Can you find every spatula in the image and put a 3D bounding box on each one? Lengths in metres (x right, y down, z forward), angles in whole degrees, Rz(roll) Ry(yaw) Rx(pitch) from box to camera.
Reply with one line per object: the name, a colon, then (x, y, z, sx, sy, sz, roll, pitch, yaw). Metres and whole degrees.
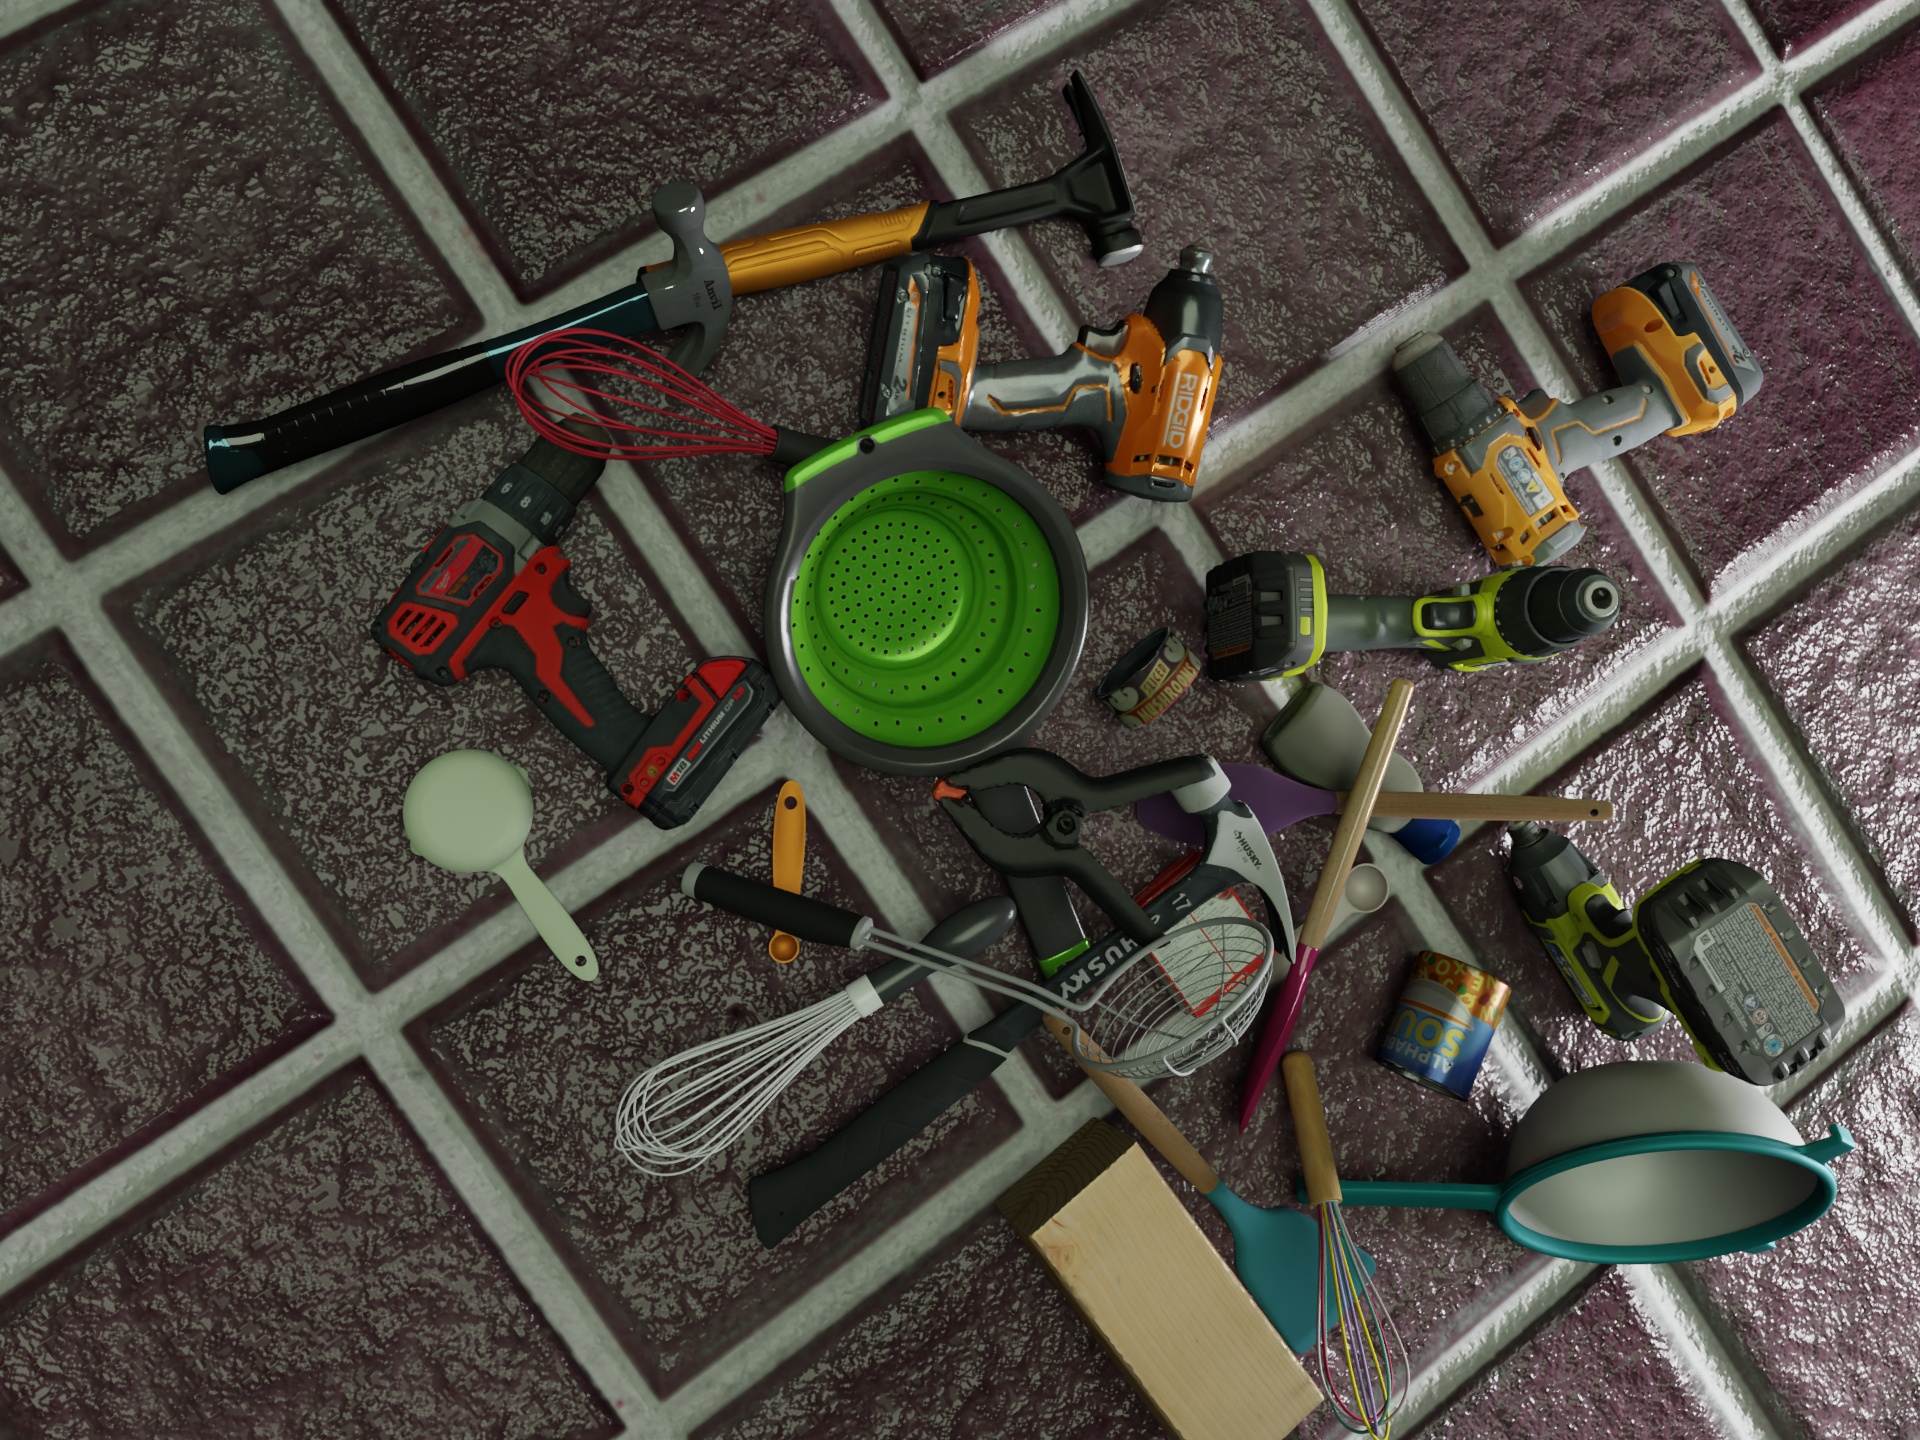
spatula: (0.154, 0.289, 1.031, 0.082, 0.044, 0.317, -45, 114, -8)
spatula: (0.277, 0.058, 1.068, 0.316, 0.018, 0.059, 1, 104, 2)

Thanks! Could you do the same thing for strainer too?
strainer: (0.399, 0.288, 1.079, 0.340, 0.210, 0.095, -1, 52, 8)

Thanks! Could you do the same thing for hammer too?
hammer: (-0.294, -0.211, 0.952, 0.331, 0.128, 0.033, -22, 55, -5)
hammer: (-0.049, -0.327, 1.043, 0.337, 0.034, 0.127, -18, 92, -13)
hammer: (0.035, 0.198, 1.010, 0.409, 0.036, 0.149, -37, 106, -4)

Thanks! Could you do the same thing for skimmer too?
skimmer: (-0.002, 0.120, 0.930, 0.363, 0.127, 0.090, 16, 125, 17)

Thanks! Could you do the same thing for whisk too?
whisk: (-0.134, -0.175, 0.977, 0.295, 0.073, 0.073, 10, 85, -31)
whisk: (0.242, 0.336, 1.030, 0.047, 0.051, 0.245, 10, 56, -27)
whisk: (-0.087, 0.188, 0.983, 0.284, 0.070, 0.070, -31, 94, -8)

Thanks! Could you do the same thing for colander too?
colander: (-0.002, -0.003, 1.020, 0.204, 0.095, 0.396, -25, 111, -10)

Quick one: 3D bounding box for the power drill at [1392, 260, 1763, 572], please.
power drill: (0.429, -0.236, 1.129, 0.226, 0.084, 0.185, -35, 94, -8)

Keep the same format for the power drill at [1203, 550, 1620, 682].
power drill: (0.289, -0.068, 1.032, 0.228, 0.190, 0.080, -1, 87, -9)

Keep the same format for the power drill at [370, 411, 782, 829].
power drill: (-0.216, -0.060, 0.972, 0.226, 0.080, 0.188, 37, 80, -6)

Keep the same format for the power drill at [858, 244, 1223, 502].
power drill: (0.060, -0.237, 1.022, 0.226, 0.084, 0.164, 8, 106, -14)

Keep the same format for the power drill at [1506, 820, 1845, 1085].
power drill: (0.446, 0.143, 1.036, 0.080, 0.223, 0.171, -34, 95, -6)

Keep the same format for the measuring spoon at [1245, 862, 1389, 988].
measuring spoon: (0.244, 0.143, 1.099, 0.124, 0.018, 0.034, -38, 96, -5)

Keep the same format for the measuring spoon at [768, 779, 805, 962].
measuring spoon: (-0.111, 0.097, 1.021, 0.021, 0.011, 0.117, 4, 83, -14)

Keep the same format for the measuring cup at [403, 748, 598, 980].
measuring cup: (-0.272, 0.091, 0.966, 0.083, 0.038, 0.167, -36, 93, -12)

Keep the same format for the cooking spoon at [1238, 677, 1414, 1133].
cooking spoon: (0.238, 0.124, 1.050, 0.017, 0.068, 0.319, 21, 95, 20)
